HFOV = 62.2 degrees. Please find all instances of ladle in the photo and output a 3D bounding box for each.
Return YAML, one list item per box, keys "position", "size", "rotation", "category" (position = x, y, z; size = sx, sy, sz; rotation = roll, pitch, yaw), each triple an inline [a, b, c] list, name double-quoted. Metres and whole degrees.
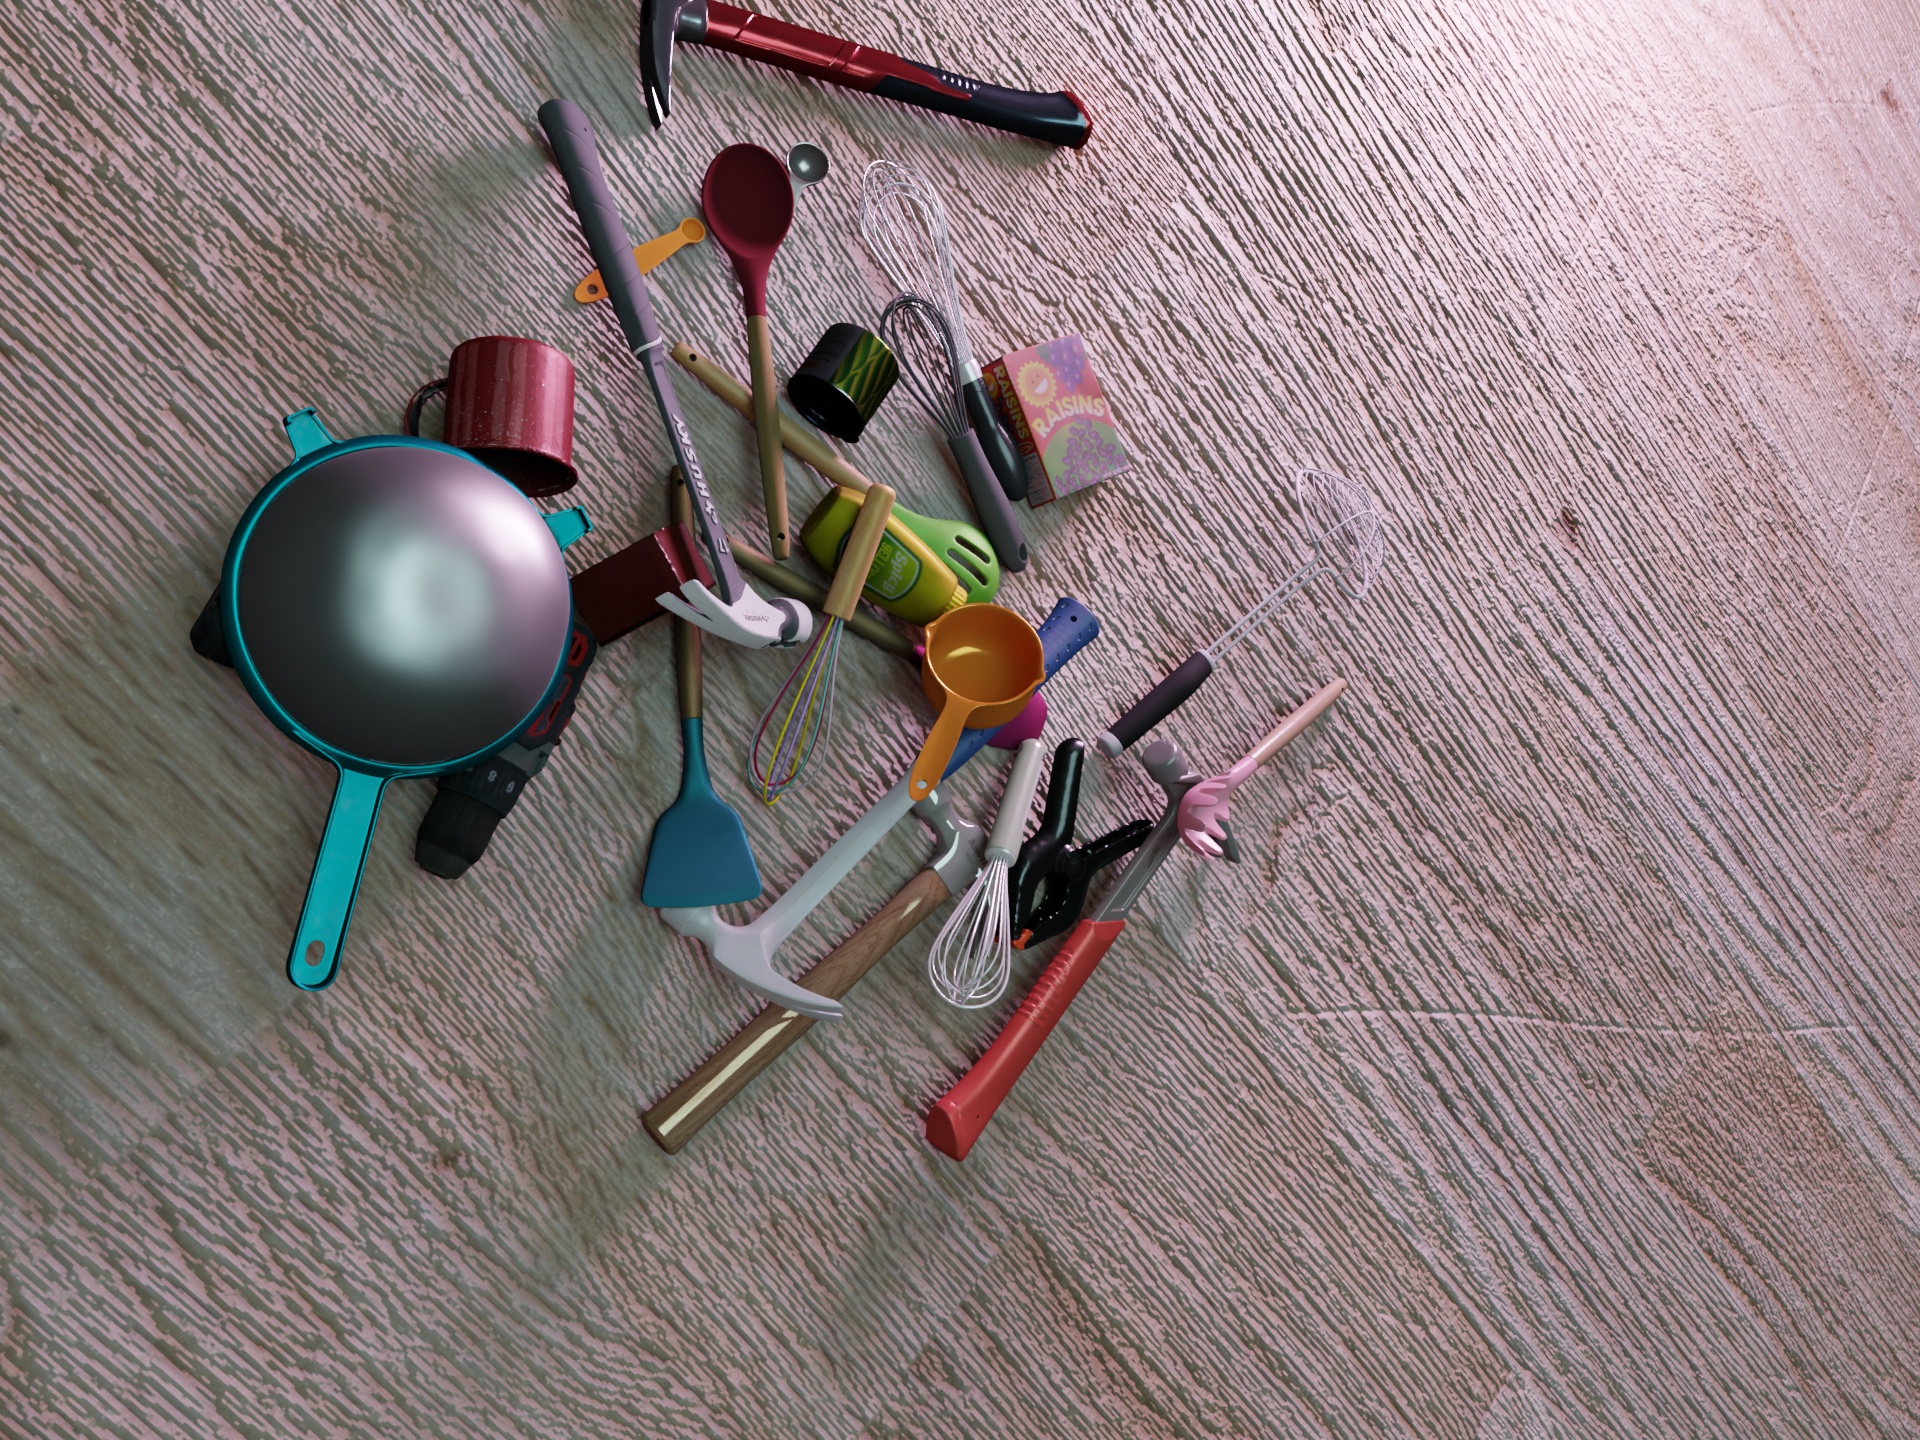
- position: [-0.146, -0.270, 1.166]
  size: [0.069, 0.031, 0.315]
  rotation: [-4, 81, -12]
  category: "ladle"

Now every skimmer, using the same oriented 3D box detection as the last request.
- position: [0.240, -0.088, 1.382]
  size: [0.363, 0.090, 0.127]
  rotation: [-40, 107, -17]
  category: "skimmer"

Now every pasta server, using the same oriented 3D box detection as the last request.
- position: [0.260, 0.028, 1.327]
  size: [0.316, 0.040, 0.060]
  rotation: [-33, 129, -46]
  category: "pasta server"

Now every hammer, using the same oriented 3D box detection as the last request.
- position: [-0.027, 0.049, 1.173]
  size: [0.144, 0.035, 0.405]
  rotation: [39, 62, 12]
  category: "hammer"
- position: [-0.213, -0.240, 1.091]
  size: [0.149, 0.036, 0.409]
  rotation: [-1, 69, -68]
  category: "hammer"
- position: [-0.063, -0.497, 1.257]
  size: [0.386, 0.038, 0.143]
  rotation: [4, 83, -29]
  category: "hammer"
- position: [0.095, 0.191, 1.240]
  size: [0.359, 0.037, 0.149]
  rotation: [-52, 131, -22]
  category: "hammer"
- position: [-0.093, 0.190, 1.152]
  size: [0.331, 0.031, 0.130]
  rotation: [-41, 103, -27]
  category: "hammer"

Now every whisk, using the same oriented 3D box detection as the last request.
- position: [0.029, 0.109, 1.187]
  size: [0.059, 0.057, 0.246]
  rotation: [19, 52, 0]
  category: "whisk"
- position: [0.000, -0.220, 1.240]
  size: [0.055, 0.055, 0.238]
  rotation: [-37, 113, -28]
  category: "whisk"
- position: [-0.098, -0.054, 1.147]
  size: [0.047, 0.051, 0.245]
  rotation: [22, 88, -48]
  category: "whisk"
- position: [-0.009, -0.304, 1.256]
  size: [0.070, 0.070, 0.284]
  rotation: [-30, 103, -29]
  category: "whisk"

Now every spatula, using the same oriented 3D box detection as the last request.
- position: [-0.189, -0.028, 1.118]
  size: [0.082, 0.044, 0.317]
  rotation: [-4, 83, -6]
  category: "spatula"

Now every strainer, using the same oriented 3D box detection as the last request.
- position: [-0.326, -0.011, 0.924]
  size: [0.210, 0.095, 0.340]
  rotation: [19, 75, -33]
  category: "strainer"

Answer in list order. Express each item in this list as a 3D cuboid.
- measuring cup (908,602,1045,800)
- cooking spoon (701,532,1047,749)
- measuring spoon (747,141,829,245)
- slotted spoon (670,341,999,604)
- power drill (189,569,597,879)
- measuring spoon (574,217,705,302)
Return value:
- position: [-0.002, -0.004, 1.156]
  size: [0.095, 0.052, 0.174]
  rotation: [23, 62, 4]
  category: "measuring cup"
- position: [-0.059, -0.064, 1.213]
  size: [0.318, 0.017, 0.069]
  rotation: [29, 70, -25]
  category: "cooking spoon"
- position: [-0.138, -0.387, 1.216]
  size: [0.034, 0.018, 0.124]
  rotation: [29, 77, -12]
  category: "measuring spoon"
- position: [-0.089, -0.184, 1.208]
  size: [0.313, 0.031, 0.070]
  rotation: [36, 76, -19]
  category: "slotted spoon"
- position: [-0.361, -0.023, 1.004]
  size: [0.226, 0.080, 0.188]
  rotation: [32, 69, -26]
  category: "power drill"
- position: [-0.233, -0.332, 1.155]
  size: [0.117, 0.011, 0.021]
  rotation: [-40, 98, -24]
  category: "measuring spoon"
